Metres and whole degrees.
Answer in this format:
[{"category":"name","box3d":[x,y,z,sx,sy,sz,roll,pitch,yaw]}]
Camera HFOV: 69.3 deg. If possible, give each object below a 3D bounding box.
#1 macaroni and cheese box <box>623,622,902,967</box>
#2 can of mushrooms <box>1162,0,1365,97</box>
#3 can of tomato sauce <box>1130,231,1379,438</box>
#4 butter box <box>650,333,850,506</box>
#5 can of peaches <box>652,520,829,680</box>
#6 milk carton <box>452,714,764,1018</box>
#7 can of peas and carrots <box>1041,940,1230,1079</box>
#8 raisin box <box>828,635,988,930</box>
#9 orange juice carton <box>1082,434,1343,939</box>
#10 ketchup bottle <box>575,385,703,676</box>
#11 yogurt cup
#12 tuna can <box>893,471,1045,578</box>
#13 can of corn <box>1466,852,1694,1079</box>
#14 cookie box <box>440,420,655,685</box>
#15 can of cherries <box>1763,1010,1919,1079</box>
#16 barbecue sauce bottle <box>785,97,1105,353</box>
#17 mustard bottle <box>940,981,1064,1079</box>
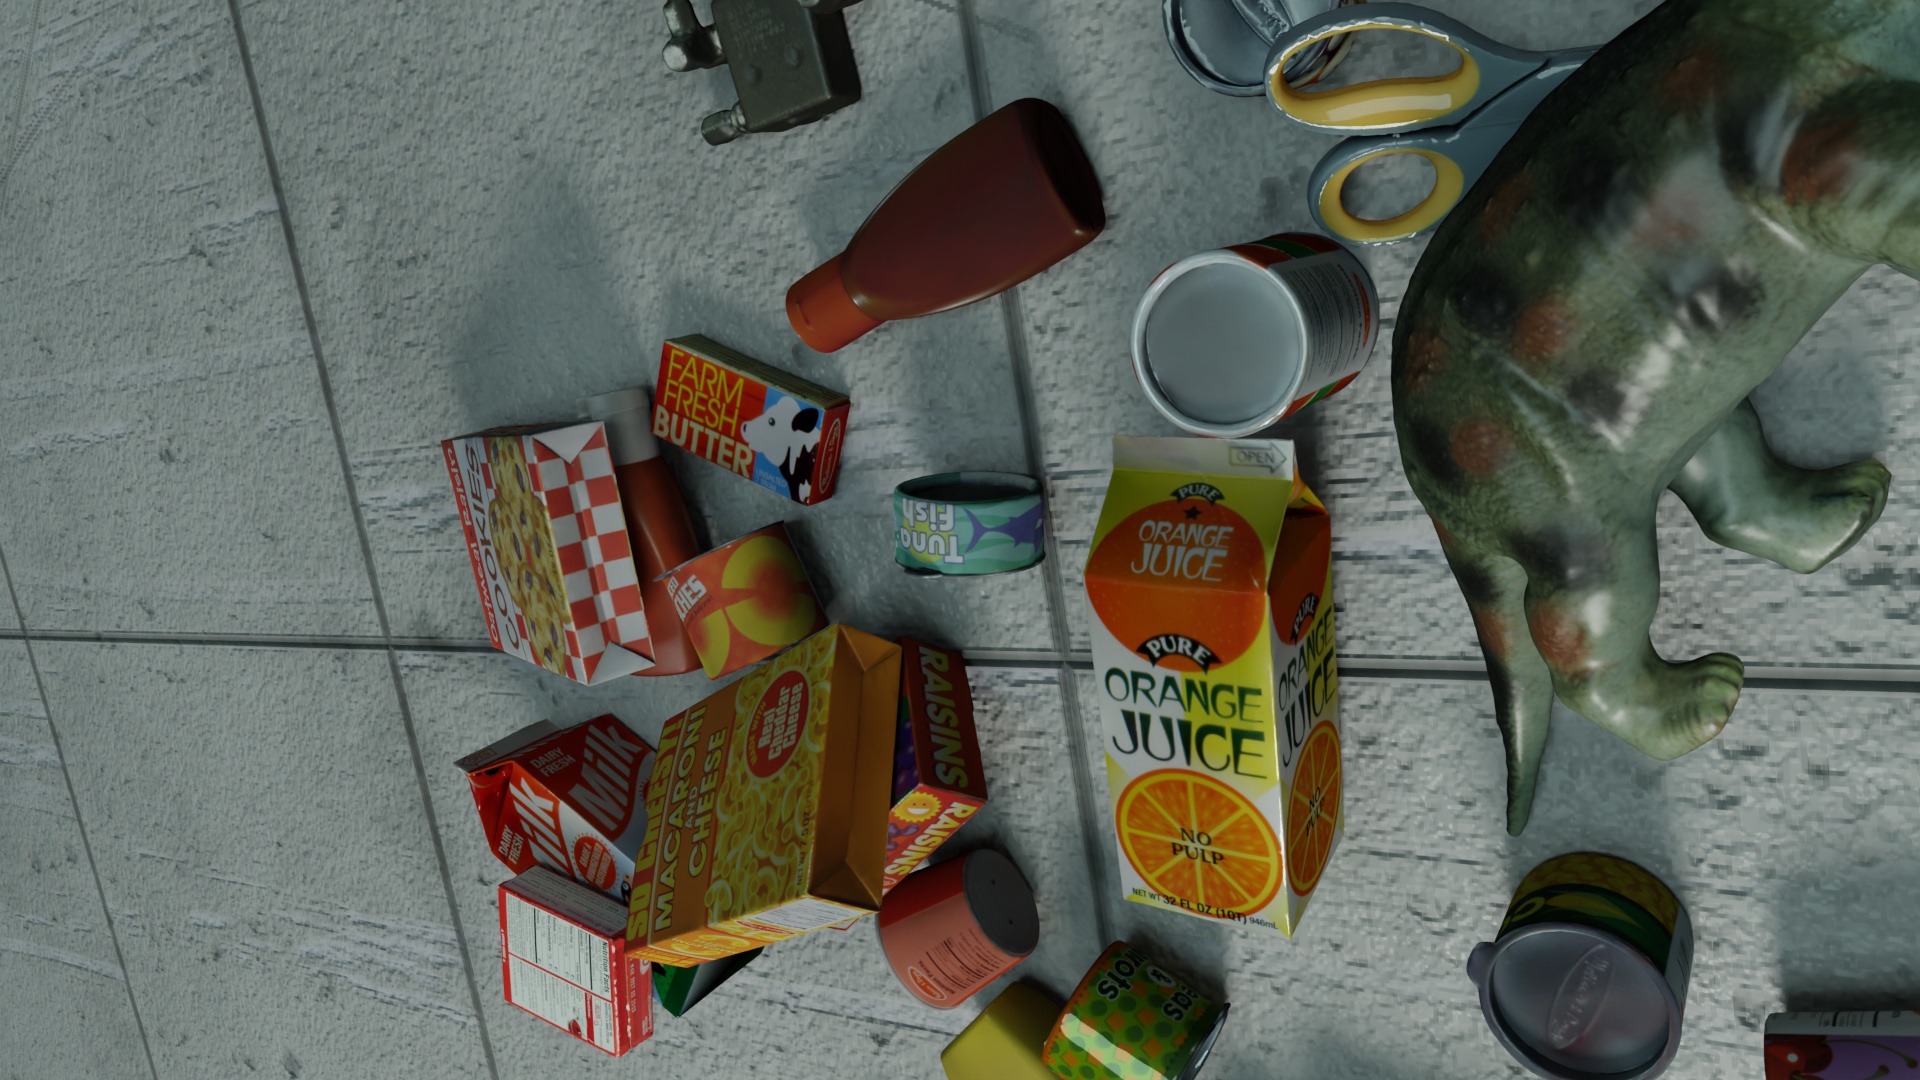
[{"category":"macaroni and cheese box","box3d":[-0.096,0.123,0.651,0.166,0.040,0.124,-30,46,44]},{"category":"can of mushrooms","box3d":[0.111,-0.195,0.499,0.071,0.033,0.070,10,109,31]},{"category":"can of tomato sauce","box3d":[0.106,-0.075,0.506,0.071,0.083,0.071,10,109,30]},{"category":"butter box","box3d":[-0.104,-0.060,0.681,0.103,0.024,0.053,24,115,24]},{"category":"can of peaches","box3d":[-0.107,0.030,0.681,0.071,0.071,0.058,-24,92,35]},{"category":"milk carton","box3d":[-0.193,0.166,0.774,0.191,0.072,0.073,34,120,20]},{"category":"can of peas and carrots","box3d":[0.079,0.221,0.622,0.059,0.071,0.070,30,118,22]},{"category":"raisin box","box3d":[-0.041,0.116,0.657,0.123,0.040,0.086,-48,35,33]},{"category":"orange juice carton","box3d":[0.100,0.050,0.535,0.072,0.073,0.191,6,117,31]},{"category":"ketchup bottle","box3d":[-0.166,-0.005,0.724,0.064,0.044,0.148,-3,102,41]},{"category":"yogurt cup","box3d":[0.000,0.182,0.662,0.053,0.072,0.072,-34,85,27]},{"category":"tuna can","box3d":[0.002,-0.008,0.600,0.071,0.071,0.032,7,107,31]},{"category":"can of corn","box3d":[0.229,0.156,0.511,0.071,0.058,0.071,10,110,30]},{"category":"cookie box","box3d":[-0.218,0.002,0.725,0.167,0.040,0.122,5,108,56]},{"category":"can of cherries","box3d":[0.309,0.195,0.464,0.058,0.072,0.071,-15,96,35]},{"category":"barbecue sauce bottle","box3d":[-0.013,-0.125,0.592,0.148,0.044,0.065,-24,91,36]},{"category":"mustard bottle","box3d":[0.062,0.288,0.662,0.160,0.049,0.065,46,124,12]}]
